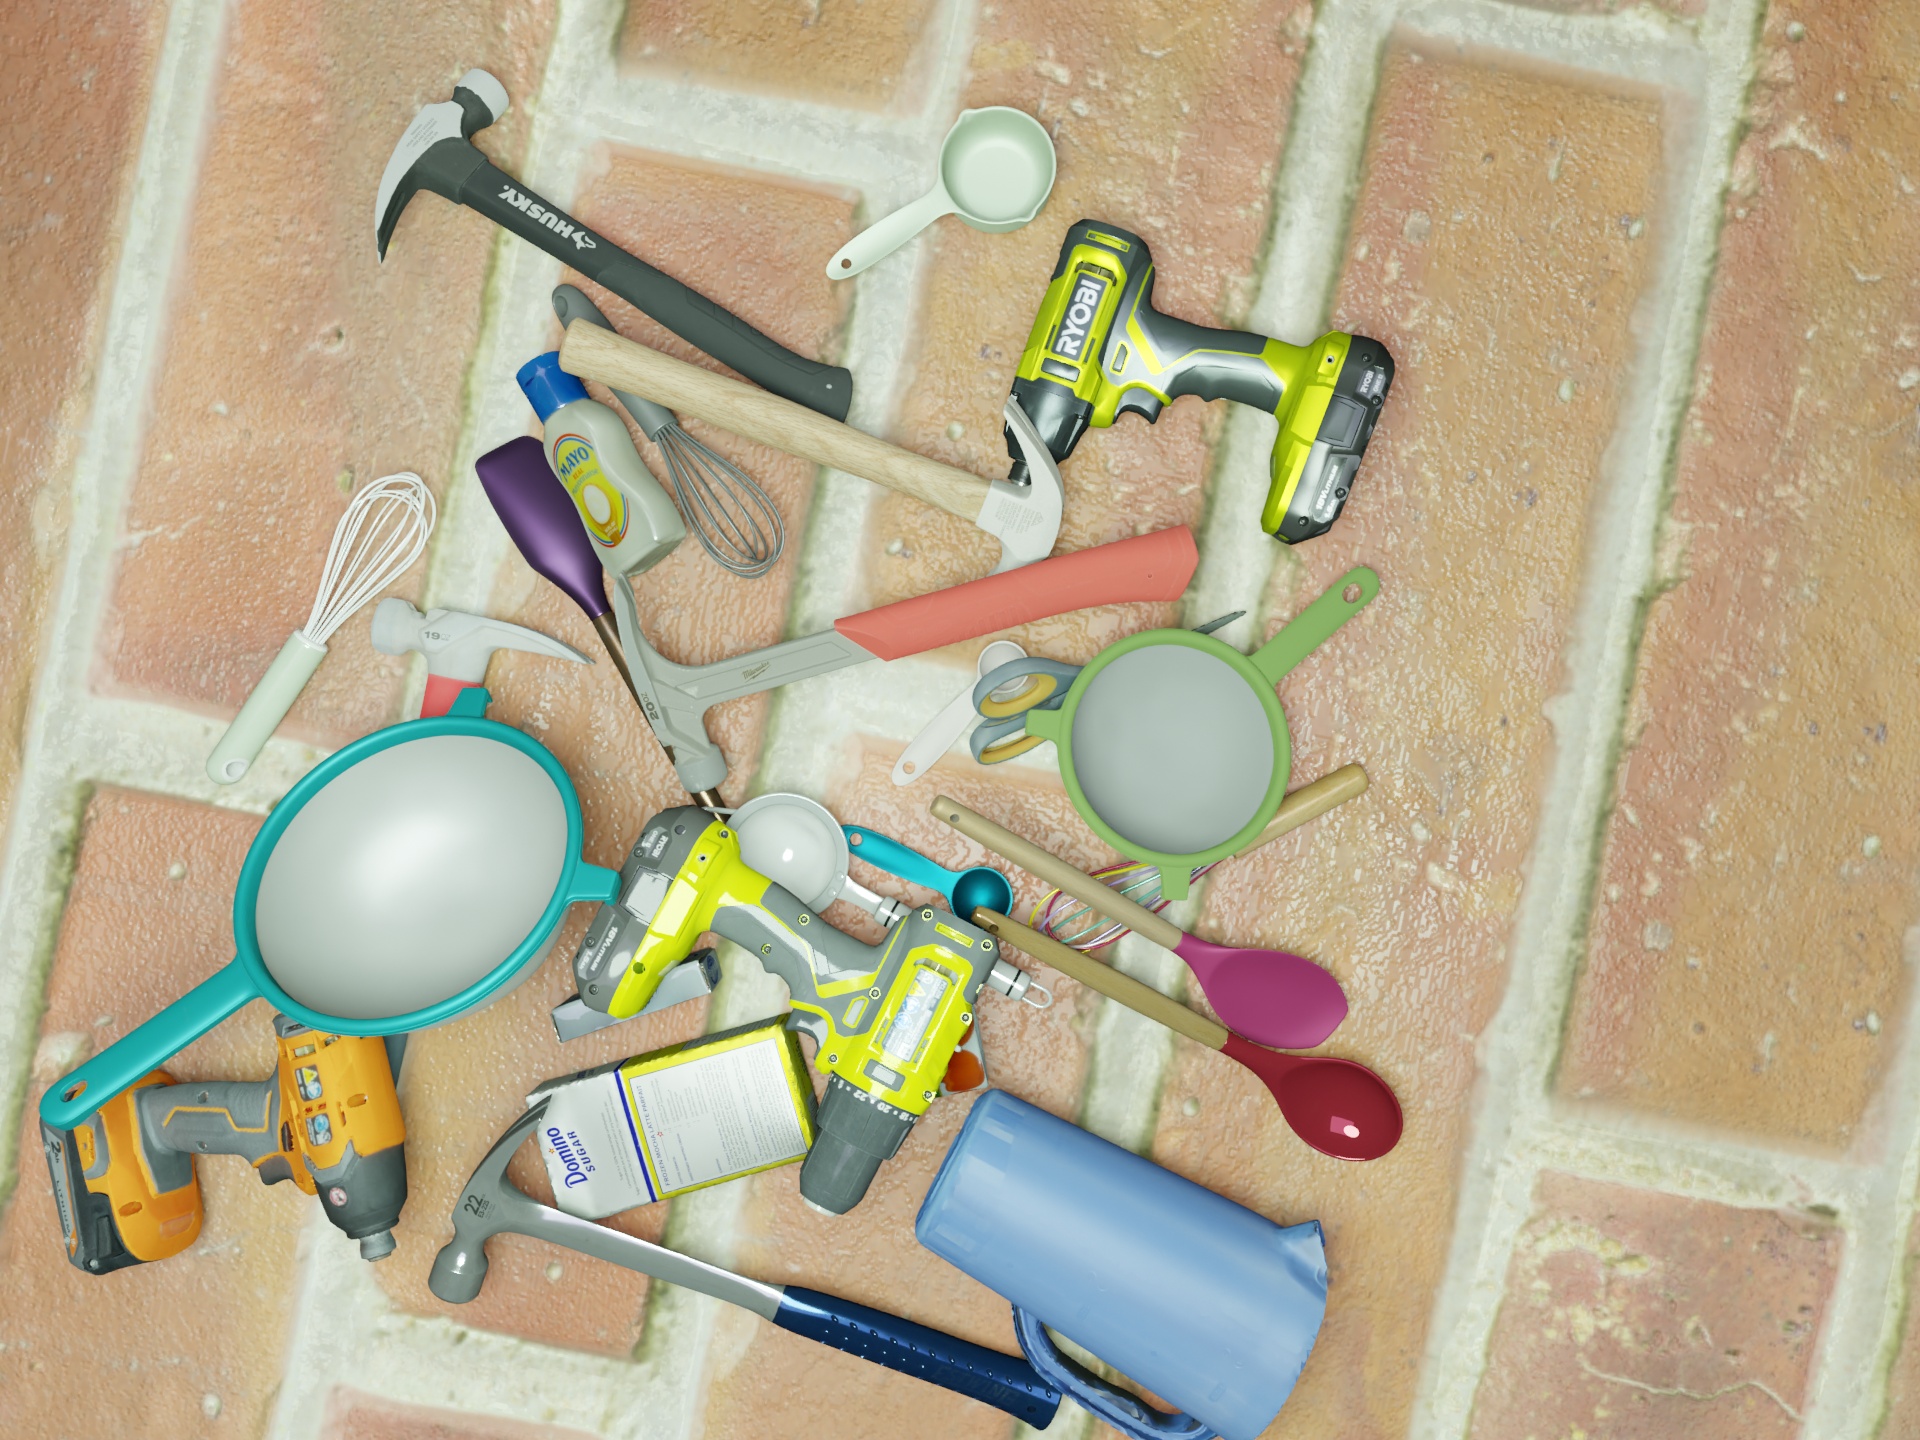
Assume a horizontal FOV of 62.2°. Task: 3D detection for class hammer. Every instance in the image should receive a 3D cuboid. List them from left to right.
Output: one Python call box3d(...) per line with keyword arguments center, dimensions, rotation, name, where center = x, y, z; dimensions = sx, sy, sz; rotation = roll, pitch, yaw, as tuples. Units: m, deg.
box3d(center=(-0.348, 0.122, 1.049), dimensions=(0.143, 0.038, 0.386), rotation=(12, 90, 0), name="hammer")
box3d(center=(-0.216, -0.282, 1.029), dimensions=(0.334, 0.035, 0.146), rotation=(32, 66, -3), name="hammer")
box3d(center=(-0.125, 0.365, 1.018), dimensions=(0.405, 0.035, 0.144), rotation=(21, 102, -6), name="hammer")
box3d(center=(-0.091, -0.181, 1.003), dimensions=(0.331, 0.031, 0.130), rotation=(21, 118, -4), name="hammer")
box3d(center=(-0.030, -0.068, 0.998), dimensions=(0.359, 0.037, 0.149), rotation=(-16, 112, 2), name="hammer")

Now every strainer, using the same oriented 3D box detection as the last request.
box3d(center=(-0.369, 0.144, 0.953), dimensions=(0.340, 0.095, 0.211), rotation=(-36, 58, -13), name="strainer")
box3d(center=(-0.055, 0.120, 1.030), dimensions=(0.258, 0.050, 0.087), rotation=(29, 98, 5), name="strainer")
box3d(center=(0.169, -0.012, 1.029), dimensions=(0.256, 0.069, 0.151), rotation=(-40, 89, -14), name="strainer")

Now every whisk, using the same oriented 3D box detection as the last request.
box3d(center=(-0.425, -0.060, 1.051), dimensions=(0.059, 0.057, 0.246), rotation=(38, 95, 35), name="whisk")
box3d(center=(-0.194, -0.192, 1.040), dimensions=(0.055, 0.055, 0.239), rotation=(-37, 85, 1), name="whisk")
box3d(center=(0.154, 0.088, 1.034), dimensions=(0.245, 0.051, 0.047), rotation=(-27, 84, -2), name="whisk")

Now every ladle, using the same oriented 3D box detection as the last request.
box3d(center=(0.145, 0.194, 1.016), dimensions=(0.315, 0.031, 0.069), rotation=(29, 110, -9), name="ladle")

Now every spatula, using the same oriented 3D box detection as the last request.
box3d(center=(-0.223, -0.048, 1.055), dimensions=(0.060, 0.018, 0.316), rotation=(-29, 89, -12), name="spatula")

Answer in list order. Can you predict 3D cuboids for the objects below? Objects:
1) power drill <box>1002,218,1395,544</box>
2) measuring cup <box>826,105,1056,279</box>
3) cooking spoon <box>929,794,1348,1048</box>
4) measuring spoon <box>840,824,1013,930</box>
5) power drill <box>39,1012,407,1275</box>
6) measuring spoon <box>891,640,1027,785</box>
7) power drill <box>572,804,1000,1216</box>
box3d(center=(0.146, -0.202, 1.018), dimensions=(0.223, 0.080, 0.171), rotation=(21, 95, 5), name="power drill")
box3d(center=(-0.014, -0.333, 1.040), dimensions=(0.167, 0.038, 0.083), rotation=(-32, 89, 3), name="measuring cup")
box3d(center=(0.115, 0.126, 1.001), dimensions=(0.318, 0.017, 0.068), rotation=(30, 108, -18), name="cooking spoon")
box3d(center=(-0.024, 0.099, 1.054), dimensions=(0.128, 0.021, 0.042), rotation=(24, 90, 10), name="measuring spoon")
box3d(center=(-0.455, 0.278, 1.006), dimensions=(0.226, 0.084, 0.164), rotation=(-18, 83, 13), name="power drill")
box3d(center=(-0.002, -0.003, 1.054), dimensions=(0.034, 0.018, 0.124), rotation=(44, 98, 1), name="measuring spoon")
box3d(center=(-0.113, 0.171, 0.966), dimensions=(0.228, 0.080, 0.190), rotation=(27, 82, 5), name="power drill")
